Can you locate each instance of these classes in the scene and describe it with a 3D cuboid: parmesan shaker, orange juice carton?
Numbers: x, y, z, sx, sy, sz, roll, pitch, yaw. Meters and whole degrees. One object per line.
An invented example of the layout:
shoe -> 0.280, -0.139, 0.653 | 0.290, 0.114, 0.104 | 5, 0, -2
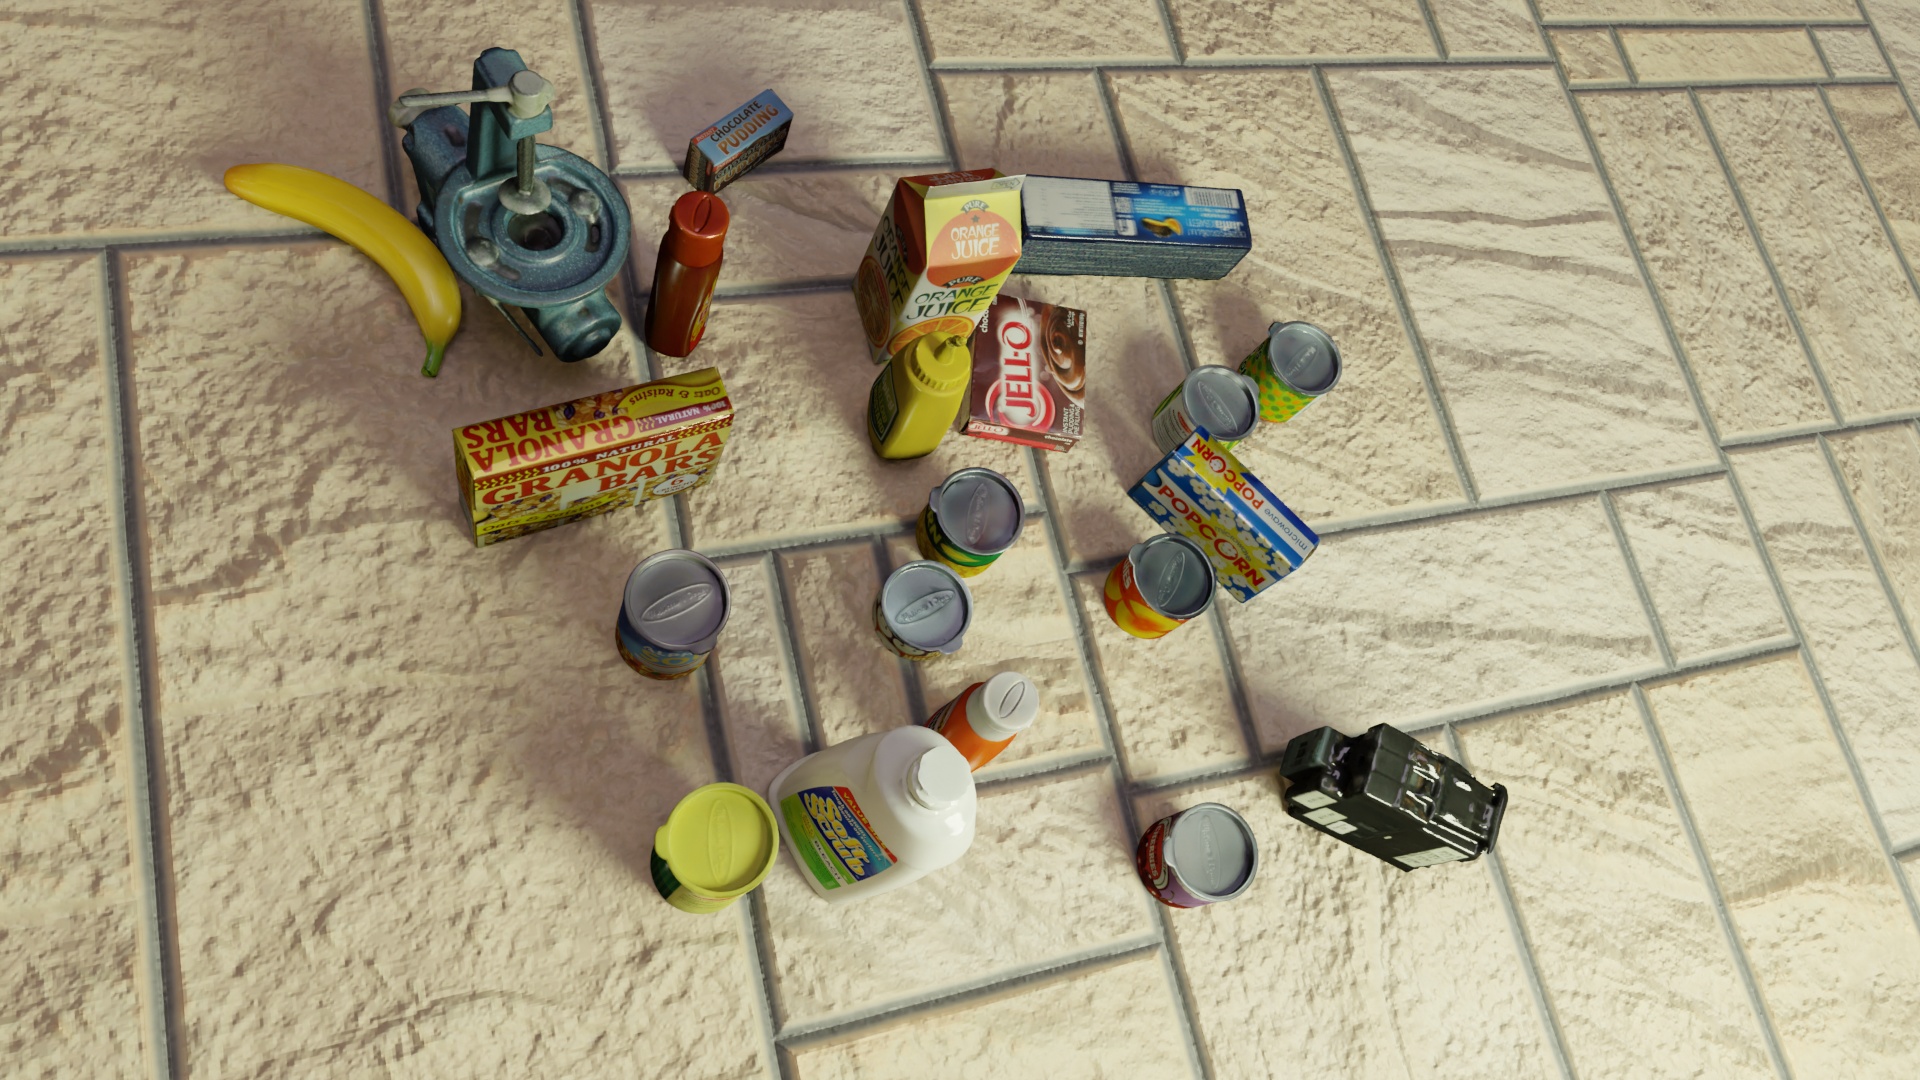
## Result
parmesan shaker -> -0.155, 0.189, 0.845 | 0.071, 0.102, 0.071 | 6, 69, -16
orange juice carton -> -0.016, -0.202, 0.989 | 0.072, 0.192, 0.073 | -11, 74, -21

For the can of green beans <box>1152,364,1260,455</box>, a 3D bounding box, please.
can of green beans -> 0.192, -0.097, 1.092 | 0.071, 0.057, 0.071 | 6, 69, -16

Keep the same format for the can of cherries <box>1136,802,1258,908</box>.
can of cherries -> 0.161, 0.218, 0.961 | 0.071, 0.058, 0.072 | 6, 69, -16

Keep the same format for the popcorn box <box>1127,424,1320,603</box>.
popcorn box -> 0.197, -0.018, 1.048 | 0.127, 0.085, 0.038 | 44, 64, 2

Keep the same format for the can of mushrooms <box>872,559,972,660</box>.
can of mushrooms -> -0.026, 0.052, 0.978 | 0.071, 0.033, 0.071 | 6, 68, -16

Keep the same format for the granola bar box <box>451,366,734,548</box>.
granola bar box -> -0.237, -0.052, 0.898 | 0.166, 0.123, 0.039 | -18, 77, -23

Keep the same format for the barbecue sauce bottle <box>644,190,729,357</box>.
barbecue sauce bottle -> -0.187, -0.184, 0.951 | 0.044, 0.148, 0.065 | 17, 66, -11

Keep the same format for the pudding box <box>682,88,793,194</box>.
pudding box -> -0.169, -0.302, 1.057 | 0.030, 0.049, 0.084 | 46, 64, 3

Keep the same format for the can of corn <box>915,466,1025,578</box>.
can of corn -> 0.004, -0.013, 0.998 | 0.071, 0.058, 0.071 | 6, 69, -16

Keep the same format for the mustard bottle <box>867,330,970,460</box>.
mustard bottle -> -0.026, -0.108, 0.968 | 0.049, 0.159, 0.065 | -4, 72, -19

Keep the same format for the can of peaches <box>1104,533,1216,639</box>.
can of peaches -> 0.145, 0.033, 1.027 | 0.071, 0.058, 0.071 | 6, 69, -16

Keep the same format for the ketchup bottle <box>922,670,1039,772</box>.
ketchup bottle -> 0.010, 0.120, 0.900 | 0.043, 0.148, 0.065 | 35, 64, -3

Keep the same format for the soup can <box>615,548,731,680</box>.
soup can -> -0.186, 0.052, 0.898 | 0.071, 0.083, 0.071 | 6, 69, -16

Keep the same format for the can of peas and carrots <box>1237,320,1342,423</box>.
can of peas and carrots -> 0.265, -0.138, 1.130 | 0.071, 0.058, 0.071 | 6, 69, -16
